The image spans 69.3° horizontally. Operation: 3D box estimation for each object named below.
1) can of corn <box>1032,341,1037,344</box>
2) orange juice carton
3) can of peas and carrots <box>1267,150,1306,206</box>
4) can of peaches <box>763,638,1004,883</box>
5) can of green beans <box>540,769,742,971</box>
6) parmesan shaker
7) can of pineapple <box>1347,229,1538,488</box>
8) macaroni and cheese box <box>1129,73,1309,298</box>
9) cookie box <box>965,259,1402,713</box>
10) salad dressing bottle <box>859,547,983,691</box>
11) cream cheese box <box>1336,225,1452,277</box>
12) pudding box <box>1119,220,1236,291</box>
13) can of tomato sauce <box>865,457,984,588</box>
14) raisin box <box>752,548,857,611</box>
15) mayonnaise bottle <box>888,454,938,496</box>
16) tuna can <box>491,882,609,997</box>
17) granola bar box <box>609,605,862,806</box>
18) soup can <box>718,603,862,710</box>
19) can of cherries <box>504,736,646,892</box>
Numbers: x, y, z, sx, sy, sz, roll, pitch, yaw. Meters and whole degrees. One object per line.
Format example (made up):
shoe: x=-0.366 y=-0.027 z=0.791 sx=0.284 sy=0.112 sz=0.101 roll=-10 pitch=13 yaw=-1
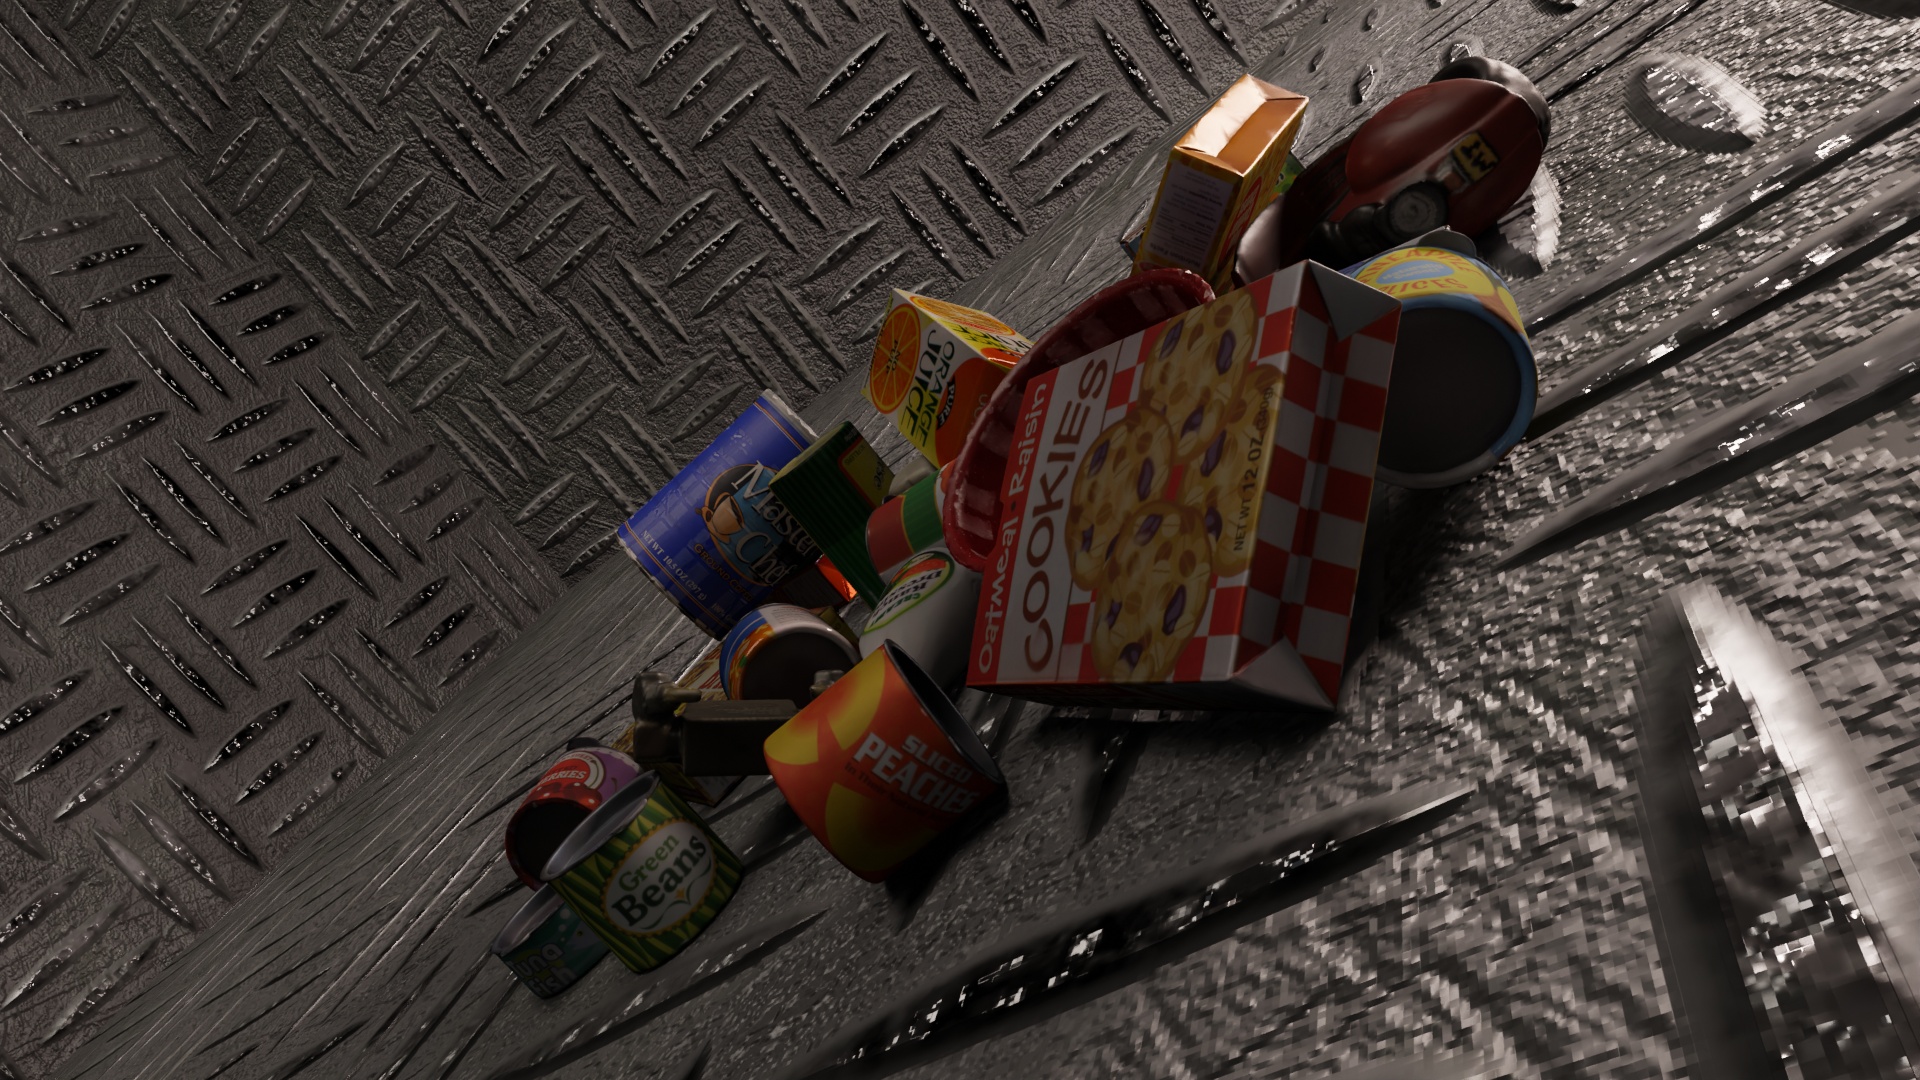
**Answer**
can of corn: x=0.057 y=-0.097 z=0.898 sx=0.071 sy=0.071 sz=0.058 roll=-42 pitch=12 yaw=-13
orange juice carton: x=0.013 y=-0.082 z=0.810 sx=0.193 sy=0.073 sz=0.071 roll=47 pitch=122 yaw=56
can of peas and carrots: x=0.195 y=-0.209 z=0.877 sx=0.058 sy=0.071 sz=0.071 roll=-38 pitch=11 yaw=11
can of peaches: x=-0.027 y=0.079 z=0.489 sx=0.058 sy=0.071 sz=0.071 roll=-39 pitch=11 yaw=2
can of green beans: x=-0.138 y=0.144 z=0.606 sx=0.071 sy=0.057 sz=0.071 roll=-38 pitch=11 yaw=9
parmesan shaker: x=-0.062 y=-0.014 z=0.854 sx=0.071 sy=0.103 sz=0.071 roll=-37 pitch=12 yaw=9
can of pineapple: x=0.150 y=-0.059 z=0.452 sx=0.071 sy=0.071 sz=0.058 roll=-34 pitch=14 yaw=27
macaroni and cheese box: x=0.123 y=-0.145 z=0.734 sx=0.124 sy=0.040 sz=0.165 roll=-50 pitch=-18 yaw=-47
cookie box: x=0.063 y=-0.008 z=0.456 sx=0.167 sy=0.040 sz=0.123 roll=-13 pitch=62 yaw=64
salad dressing bottle: x=-0.022 y=0.051 z=0.630 sx=0.064 sy=0.044 sz=0.148 roll=-30 pitch=14 yaw=20
cream cheese box: x=0.161 y=-0.080 z=0.539 sx=0.024 sy=0.053 sz=0.103 roll=-47 pitch=13 yaw=-23
pudding box: x=0.141 y=-0.162 z=0.838 sx=0.049 sy=0.083 sz=0.030 roll=-39 pitch=8 yaw=4
can of tomato sauce: x=0.003 y=-0.009 z=0.722 sx=0.083 sy=0.071 sz=0.071 roll=-31 pitch=14 yaw=34
raisin box: x=-0.107 y=0.028 z=0.998 sx=0.123 sy=0.040 sz=0.086 roll=-29 pitch=16 yaw=43
mayonnaise bottle: x=-0.003 y=-0.034 z=0.860 sx=0.041 sy=0.064 sz=0.148 roll=-33 pitch=9 yaw=17
tuna can: x=-0.191 y=0.186 z=0.670 sx=0.071 sy=0.033 sz=0.071 roll=-38 pitch=12 yaw=9
granola bar box: x=-0.137 y=0.097 z=0.829 sx=0.125 sy=0.039 sz=0.165 roll=-44 pitch=13 yaw=-23
soup can: x=-0.088 y=0.072 z=0.709 sx=0.071 sy=0.071 sz=0.084 roll=-41 pitch=12 yaw=-8
can of cherries: x=-0.207 y=0.152 z=0.757 sx=0.071 sy=0.071 sz=0.058 roll=-36 pitch=12 yaw=18
